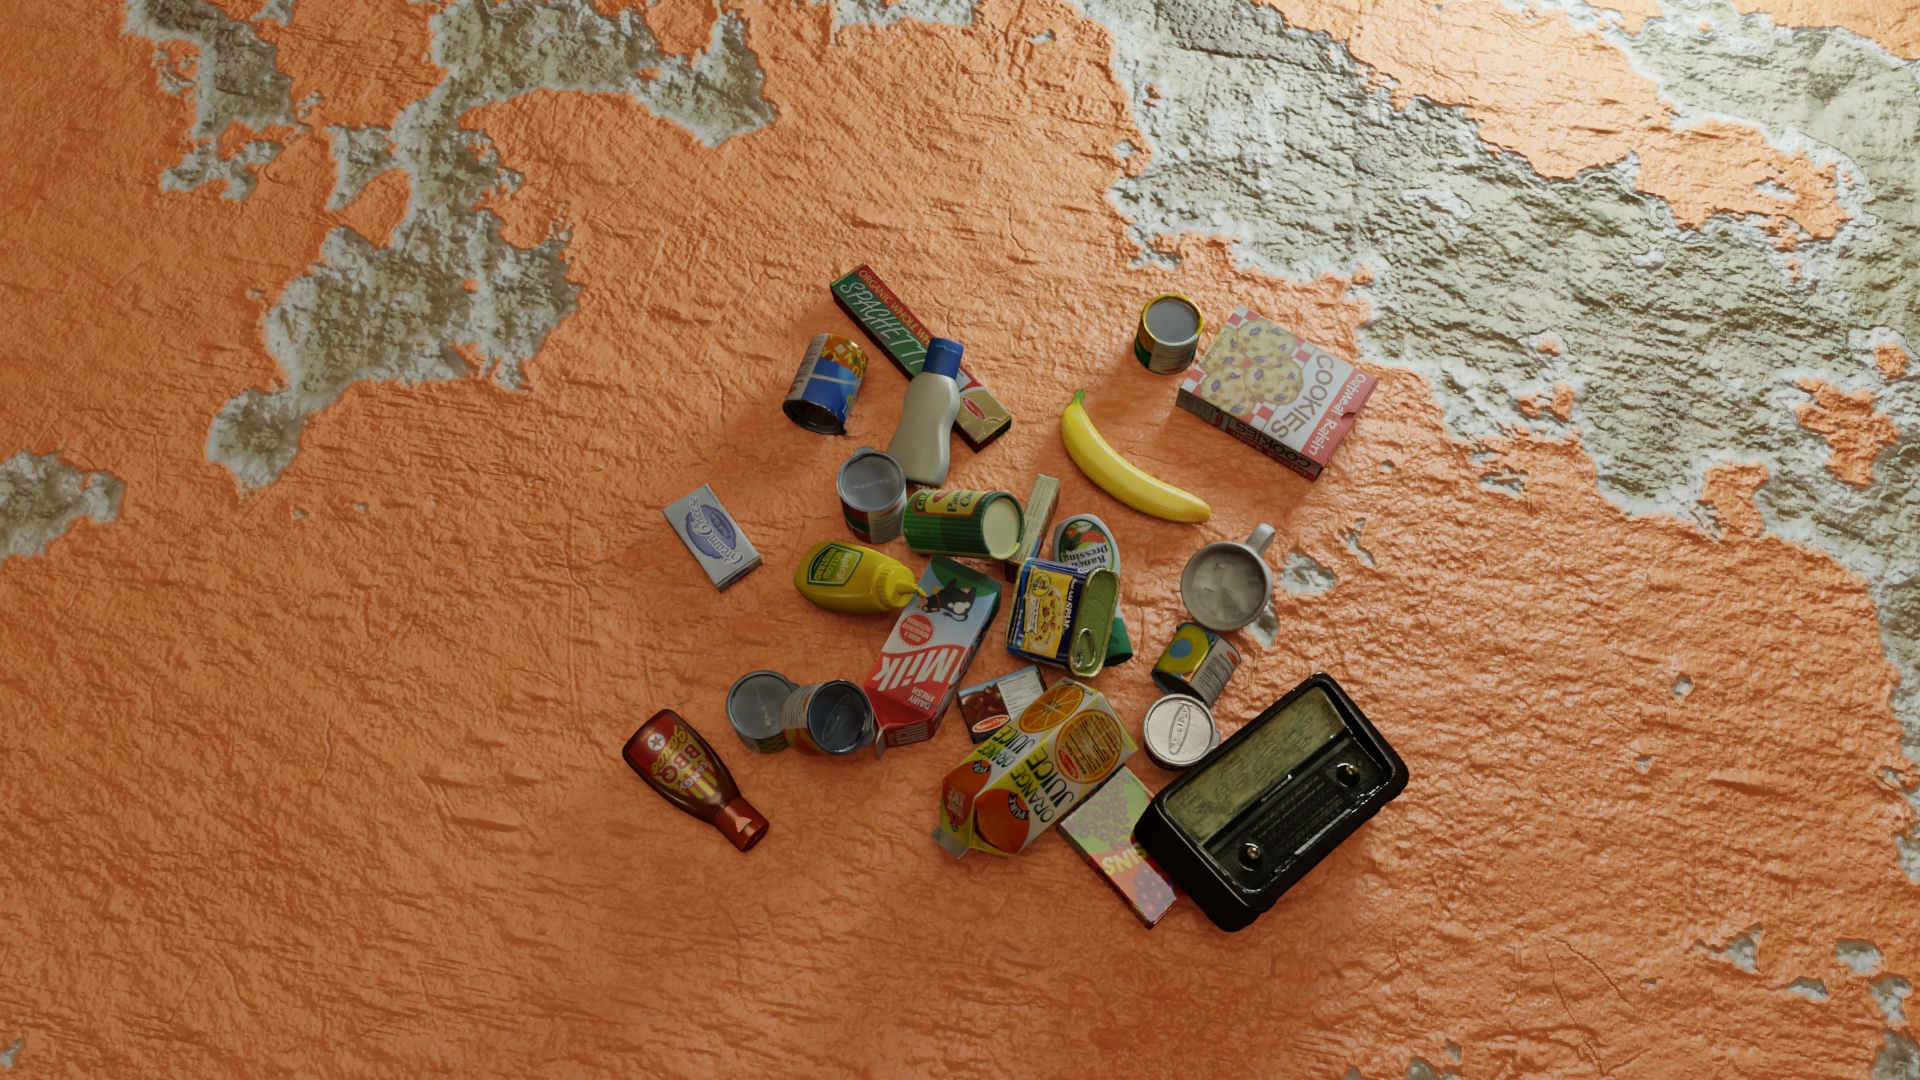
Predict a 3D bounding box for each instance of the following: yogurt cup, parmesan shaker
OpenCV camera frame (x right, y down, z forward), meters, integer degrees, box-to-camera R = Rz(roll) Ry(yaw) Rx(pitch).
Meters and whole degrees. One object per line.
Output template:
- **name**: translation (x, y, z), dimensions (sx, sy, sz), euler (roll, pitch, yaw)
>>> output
- **yogurt cup**: translation (0.200, 0.182, 1.289), dimensions (0.072, 0.053, 0.072), euler (0, 67, 0)
- **parmesan shaker**: translation (0.005, -0.017, 1.345), dimensions (0.103, 0.071, 0.071), euler (3, 61, 42)

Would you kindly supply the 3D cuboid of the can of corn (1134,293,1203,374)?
- **can of corn**: translation (0.218, -0.220, 1.461), dimensions (0.071, 0.058, 0.071), euler (0, 67, 0)

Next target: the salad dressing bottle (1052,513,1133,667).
- **salad dressing bottle**: translation (0.132, 0.049, 1.353), dimensions (0.064, 0.044, 0.148), euler (-15, 67, 1)

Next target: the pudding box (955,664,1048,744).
- **pudding box**: translation (0.042, 0.155, 1.315), dimensions (0.084, 0.030, 0.050), euler (-19, 69, -8)

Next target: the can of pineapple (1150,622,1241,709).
- **can of pineapple**: translation (0.220, 0.119, 1.311), dimensions (0.071, 0.070, 0.058), euler (32, 71, 13)

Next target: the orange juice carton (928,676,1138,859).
- **orange juice carton**: translation (0.057, 0.214, 1.252), dimensions (0.193, 0.072, 0.073), euler (-38, 109, -15)

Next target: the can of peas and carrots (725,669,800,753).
- **can of peas and carrots**: translation (-0.180, 0.160, 1.298), dimensions (0.071, 0.058, 0.071), euler (0, 67, 0)

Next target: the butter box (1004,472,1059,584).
- **butter box**: translation (0.071, -0.011, 1.374), dimensions (0.024, 0.053, 0.104), euler (18, 67, 10)

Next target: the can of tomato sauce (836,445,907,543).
- **can of tomato sauce**: translation (-0.087, -0.043, 1.373), dimensions (0.071, 0.082, 0.071), euler (0, 67, 0)

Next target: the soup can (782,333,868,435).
- **soup can**: translation (-0.136, -0.160, 1.435), dimensions (0.071, 0.071, 0.084), euler (17, 68, 7)

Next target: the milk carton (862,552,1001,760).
- **milk carton**: translation (-0.034, 0.116, 1.309), dimensions (0.073, 0.072, 0.191), euler (25, 69, 10)

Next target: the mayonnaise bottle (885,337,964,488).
- **mayonnaise bottle**: translation (-0.031, -0.130, 1.409), dimensions (0.065, 0.041, 0.148), euler (13, 85, 18)

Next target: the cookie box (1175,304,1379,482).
- **cookie box**: translation (0.328, -0.154, 1.442), dimensions (0.167, 0.040, 0.123), euler (32, 70, 13)

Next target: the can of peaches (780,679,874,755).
- **can of peaches**: translation (-0.119, 0.162, 1.251), dimensions (0.071, 0.058, 0.071), euler (6, 78, -31)

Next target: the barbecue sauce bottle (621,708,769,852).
- **barbecue sauce bottle**: translation (-0.240, 0.224, 1.279), dimensions (0.149, 0.043, 0.065), euler (40, 72, 15)

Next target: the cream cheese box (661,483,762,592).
- **cream cheese box**: translation (-0.248, -0.003, 1.388), dimensions (0.053, 0.024, 0.104), euler (-34, 71, -13)

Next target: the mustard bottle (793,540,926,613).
- **mustard bottle**: translation (-0.089, 0.038, 1.313), dimensions (0.160, 0.048, 0.065), euler (6, 60, 44)

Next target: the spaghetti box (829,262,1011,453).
- **spaghetti box**: translation (-0.044, -0.196, 1.468), dimensions (0.050, 0.028, 0.250), euler (-37, 71, -14)

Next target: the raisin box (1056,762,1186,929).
- **raisin box**: translation (0.159, 0.276, 1.257), dimensions (0.086, 0.040, 0.123), euler (-39, 73, -16)
